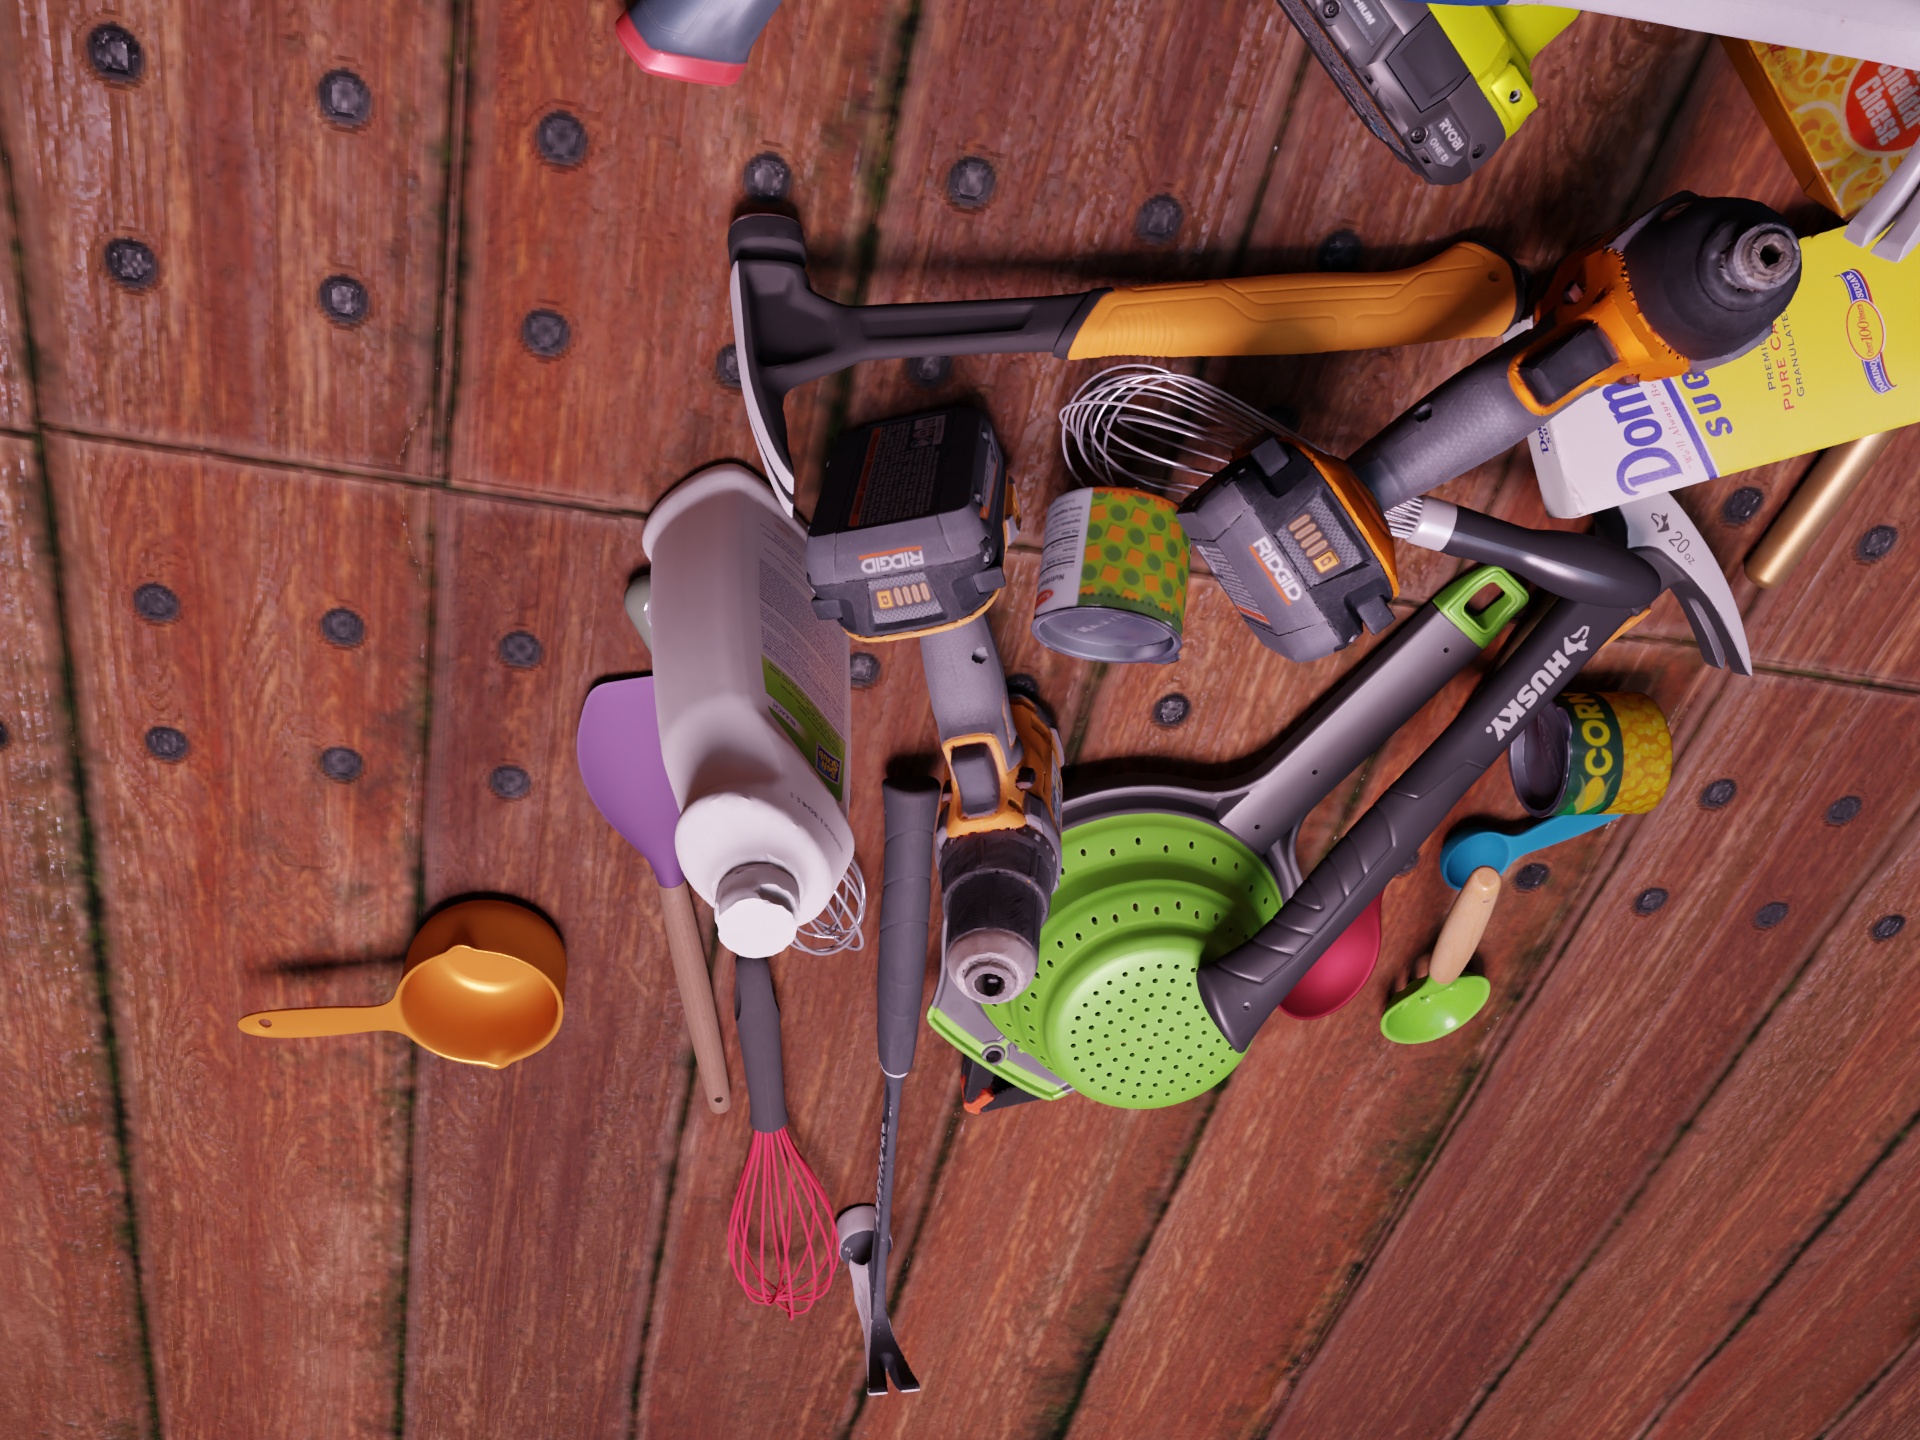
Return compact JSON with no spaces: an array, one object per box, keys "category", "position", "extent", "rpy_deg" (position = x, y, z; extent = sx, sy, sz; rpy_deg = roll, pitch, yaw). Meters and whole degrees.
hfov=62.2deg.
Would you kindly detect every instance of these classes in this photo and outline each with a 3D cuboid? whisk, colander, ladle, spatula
[{"category":"whisk","position":[-0.107,0.029,0.812],"extent":[0.058,0.059,0.246],"rpy_deg":[-41,125,-24]},{"category":"colander","position":[0.148,0.081,0.824],"extent":[0.204,0.095,0.397],"rpy_deg":[36,109,-22]},{"category":"whisk","position":[0.180,-0.098,0.716],"extent":[0.284,0.070,0.070],"rpy_deg":[16,123,-4]},{"category":"whisk","position":[-0.115,0.258,0.971],"extent":[0.073,0.073,0.295],"rpy_deg":[-4,121,-4]},{"category":"ladle","position":[0.255,0.044,0.875],"extent":[0.069,0.031,0.315],"rpy_deg":[13,122,-20]},{"category":"whisk","position":[0.440,-0.162,0.735],"extent":[0.051,0.047,0.244],"rpy_deg":[10,128,-15]},{"category":"spatula","position":[-0.158,0.108,0.879],"extent":[0.059,0.018,0.315],"rpy_deg":[-10,126,-7]}]

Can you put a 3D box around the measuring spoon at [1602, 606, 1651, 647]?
[{"category":"measuring spoon","position":[0.306,-0.030,0.817],"extent":[0.117,0.011,0.021],"rpy_deg":[-31,161,-7]}]

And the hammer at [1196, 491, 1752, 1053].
[{"category":"hammer","position":[0.238,0.030,0.773],"extent":[0.146,0.035,0.335],"rpy_deg":[40,93,-14]}]

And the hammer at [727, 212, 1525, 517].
[{"category":"hammer","position":[0.076,-0.161,0.664],"extent":[0.337,0.127,0.034],"rpy_deg":[-6,160,-9]}]

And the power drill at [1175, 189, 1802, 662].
[{"category":"power drill","position":[0.198,-0.115,0.600],"extent":[0.226,0.164,0.084],"rpy_deg":[-34,94,6]}]

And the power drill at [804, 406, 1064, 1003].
[{"category":"power drill","position":[-0.001,-0.002,0.716],"extent":[0.084,0.185,0.226],"rpy_deg":[-9,124,11]}]

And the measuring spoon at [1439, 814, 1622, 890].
[{"category":"measuring spoon","position":[0.329,0.059,0.904],"extent":[0.128,0.021,0.042],"rpy_deg":[-22,125,-2]}]

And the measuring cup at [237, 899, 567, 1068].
[{"category":"measuring cup","position":[-0.302,0.143,0.870],"extent":[0.173,0.052,0.095],"rpy_deg":[-5,127,-1]}]

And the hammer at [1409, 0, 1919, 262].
[{"category":"hammer","position":[0.198,-0.252,0.547],"extent":[0.405,0.035,0.144],"rpy_deg":[3,121,-12]}]

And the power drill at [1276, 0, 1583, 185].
[{"category":"power drill","position":[0.219,-0.328,0.568],"extent":[0.228,0.080,0.190],"rpy_deg":[-39,121,17]}]

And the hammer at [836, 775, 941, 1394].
[{"category":"hammer","position":[-0.039,0.209,0.912],"extent":[0.036,0.149,0.408],"rpy_deg":[-1,119,-11]}]

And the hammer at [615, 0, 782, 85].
[{"category":"hammer","position":[0.015,-0.371,0.536],"extent":[0.386,0.038,0.143],"rpy_deg":[-36,121,19]}]

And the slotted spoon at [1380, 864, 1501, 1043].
[{"category":"slotted spoon","position":[0.264,0.127,0.855],"extent":[0.070,0.031,0.313],"rpy_deg":[-21,156,2]}]
